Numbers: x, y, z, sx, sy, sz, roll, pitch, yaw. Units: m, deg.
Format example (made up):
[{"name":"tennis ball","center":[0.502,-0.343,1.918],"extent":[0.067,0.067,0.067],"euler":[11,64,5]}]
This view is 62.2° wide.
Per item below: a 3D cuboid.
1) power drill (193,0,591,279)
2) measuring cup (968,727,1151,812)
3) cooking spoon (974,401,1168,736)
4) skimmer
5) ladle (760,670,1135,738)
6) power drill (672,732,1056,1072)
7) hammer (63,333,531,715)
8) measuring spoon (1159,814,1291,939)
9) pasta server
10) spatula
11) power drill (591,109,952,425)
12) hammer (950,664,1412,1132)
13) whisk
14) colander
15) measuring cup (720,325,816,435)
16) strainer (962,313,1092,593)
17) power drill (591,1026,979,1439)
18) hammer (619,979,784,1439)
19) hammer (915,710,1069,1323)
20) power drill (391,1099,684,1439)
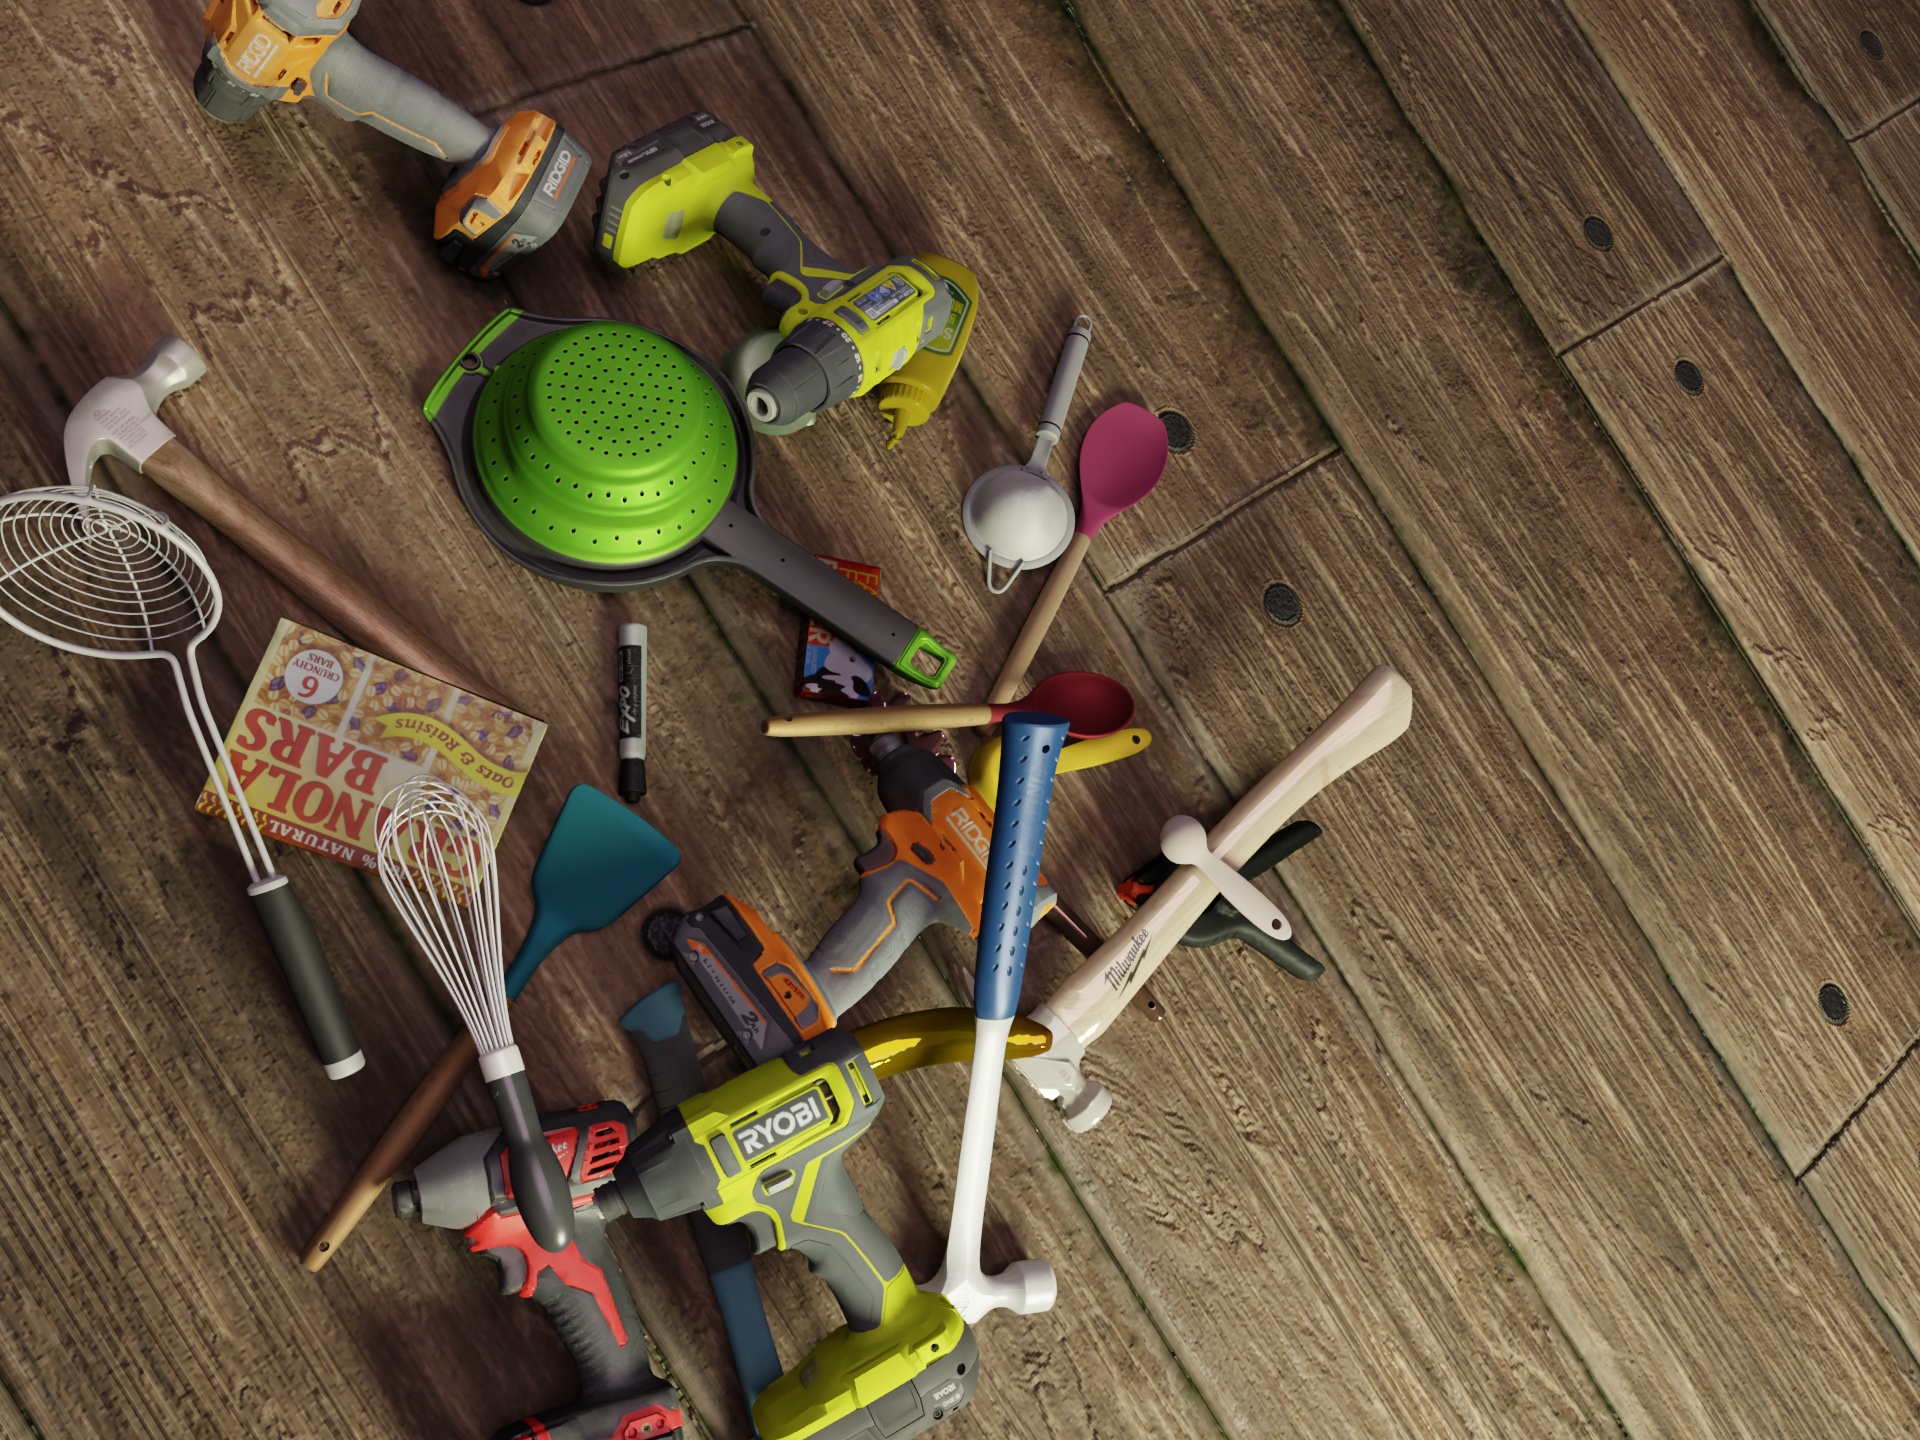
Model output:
[{"name":"power drill","center":[-0.379,-0.386,1.032],"extent":[0.226,0.185,0.084],"euler":[32,64,-33]},{"name":"measuring cup","center":[0.080,0.027,1.169],"extent":[0.156,0.029,0.062],"euler":[-15,82,-24]},{"name":"cooking spoon","center":[0.082,-0.120,1.218],"extent":[0.068,0.017,0.319],"euler":[29,66,-3]},{"name":"skimmer","center":[-0.423,0.045,0.876],"extent":[0.127,0.090,0.363],"euler":[-16,101,14]},{"name":"ladle","center":[-0.002,-0.004,1.097],"extent":[0.315,0.031,0.069],"euler":[-4,42,-40]},{"name":"power drill","center":[-0.072,0.116,1.032],"extent":[0.226,0.084,0.164],"euler":[-32,75,-19]},{"name":"hammer","center":[-0.408,-0.089,0.994],"extent":[0.331,0.031,0.130],"euler":[40,64,-9]},{"name":"measuring spoon","center":[0.191,0.112,1.116],"extent":[0.124,0.018,0.034],"euler":[42,74,-9]},{"name":"pasta server","center":[0.037,0.102,1.127],"extent":[0.316,0.040,0.060],"euler":[46,75,-7]},{"name":"spatula","center":[-0.291,0.186,0.960],"extent":[0.082,0.044,0.318],"euler":[38,66,-13]},{"name":"power drill","center":[-0.141,-0.307,1.100],"extent":[0.228,0.080,0.190],"euler":[39,50,6]},{"name":"hammer","center":[0.176,0.097,1.142],"extent":[0.410,0.038,0.146],"euler":[-43,98,-16]},{"name":"whisk","center":[-0.274,0.166,0.912],"extent":[0.070,0.070,0.285],"euler":[-16,82,-26]},{"name":"colander","center":[-0.163,-0.150,1.059],"extent":[0.397,0.094,0.204],"euler":[34,67,-5]},{"name":"measuring cup","center":[-0.110,-0.283,1.169],"extent":[0.083,0.038,0.168],"euler":[38,67,-9]},{"name":"strainer","center":[0.064,-0.216,1.227],"extent":[0.087,0.050,0.259],"euler":[19,65,-2]},{"name":"power drill","center":[-0.097,0.314,0.925],"extent":[0.171,0.080,0.223],"euler":[-25,96,-15]},{"name":"hammer","center":[-0.149,0.326,0.988],"extent":[0.128,0.033,0.331],"euler":[-14,82,-25]},{"name":"hammer","center":[0.015,0.194,0.992],"extent":[0.144,0.035,0.405],"euler":[1,104,-23]},{"name":"power drill","center":[-0.243,0.342,0.922],"extent":[0.143,0.078,0.220],"euler":[-7,75,-26]}]
